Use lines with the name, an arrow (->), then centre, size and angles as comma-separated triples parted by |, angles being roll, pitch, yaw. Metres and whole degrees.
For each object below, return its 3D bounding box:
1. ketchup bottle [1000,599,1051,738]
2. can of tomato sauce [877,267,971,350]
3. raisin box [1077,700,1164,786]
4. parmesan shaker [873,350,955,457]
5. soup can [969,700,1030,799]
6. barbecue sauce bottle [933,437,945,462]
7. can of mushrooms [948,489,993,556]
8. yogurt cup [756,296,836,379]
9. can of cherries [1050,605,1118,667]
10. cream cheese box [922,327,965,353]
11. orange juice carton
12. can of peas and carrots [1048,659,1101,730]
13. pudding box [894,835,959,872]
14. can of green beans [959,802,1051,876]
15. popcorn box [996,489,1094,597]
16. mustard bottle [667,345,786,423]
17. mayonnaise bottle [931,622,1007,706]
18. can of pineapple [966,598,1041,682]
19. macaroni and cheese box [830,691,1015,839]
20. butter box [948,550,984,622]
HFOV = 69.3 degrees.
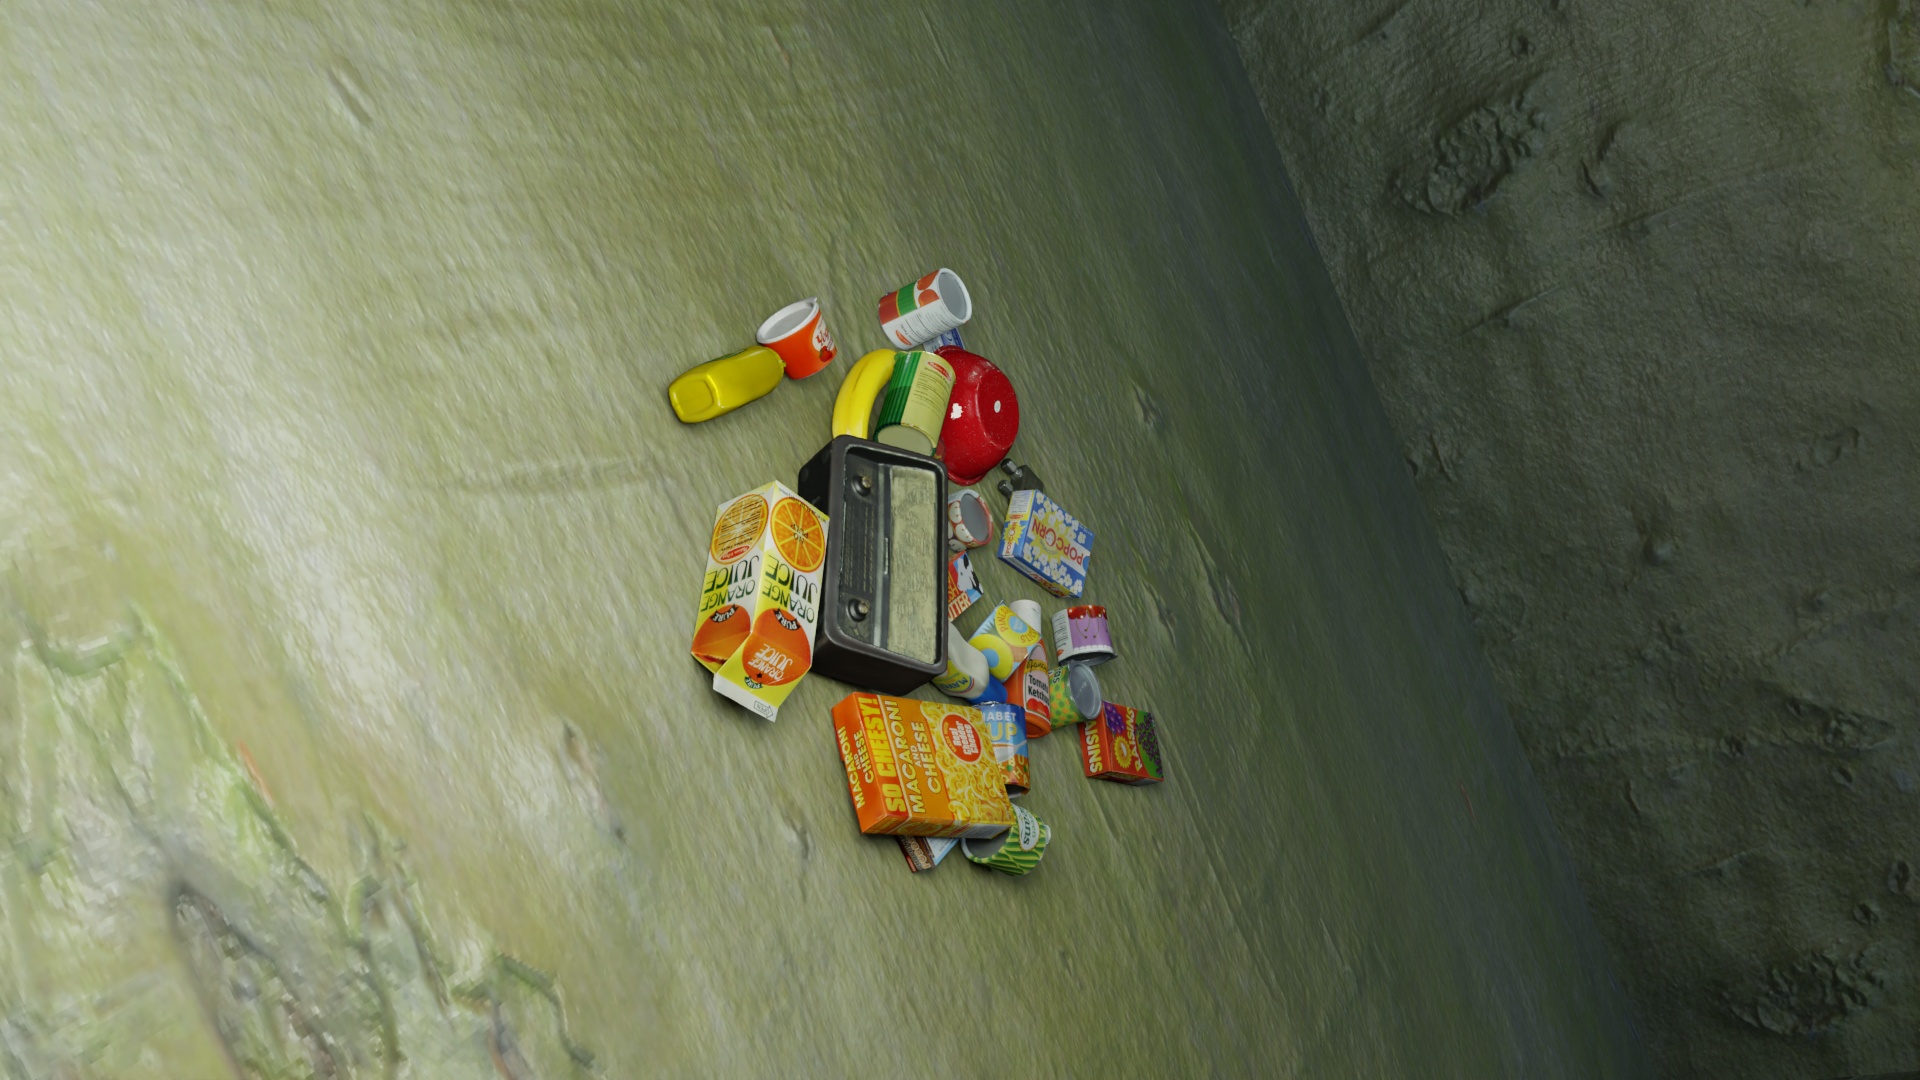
ketchup bottle -> 0.070, 0.138, 1.515 | 0.064, 0.043, 0.149 | 35, 45, -42
can of tomato sauce -> -0.039, -0.258, 1.542 | 0.071, 0.083, 0.071 | 33, 47, -44
raisin box -> 0.189, 0.241, 1.639 | 0.123, 0.040, 0.086 | 21, 56, -50
parmesan shaker -> -0.050, -0.137, 1.422 | 0.071, 0.071, 0.103 | 45, 43, -34
soup can -> 0.035, 0.211, 1.394 | 0.071, 0.071, 0.084 | 28, 50, -47
barbecue sauce bottle -> -0.054, -0.055, 1.438 | 0.065, 0.043, 0.149 | 37, 44, -29
can of mushrooms -> 0.005, -0.019, 1.518 | 0.071, 0.033, 0.071 | 35, 44, -43
yogurt cup -> -0.156, -0.193, 1.347 | 0.053, 0.072, 0.073 | 59, 32, -31
can of cherries -> 0.144, 0.112, 1.618 | 0.071, 0.071, 0.058 | 19, 56, -51
cream cheese box -> -0.020, -0.227, 1.609 | 0.053, 0.024, 0.104 | -18, 87, -57
orange juice carton -> -0.169, 0.054, 1.172 | 0.071, 0.073, 0.193 | 38, 44, -41
can of peas and carrots -> 0.114, 0.172, 1.548 | 0.071, 0.058, 0.071 | 34, 45, -43
pudding box -> -0.026, 0.268, 1.306 | 0.049, 0.030, 0.084 | 64, 32, -7
can of green beans -> 0.042, 0.290, 1.361 | 0.057, 0.071, 0.071 | 34, 46, -43
popcorn box -> 0.101, 0.005, 1.624 | 0.126, 0.038, 0.085 | 34, 61, -43
mustard bottle -> -0.200, -0.147, 1.256 | 0.048, 0.065, 0.161 | 69, 25, -11
mayonnaise bottle -> -0.006, 0.127, 1.391 | 0.147, 0.064, 0.041 | 44, 39, -40
can of pineapple -> 0.044, 0.105, 1.452 | 0.058, 0.070, 0.071 | 40, 33, 4
macaroni and cheese box -> -0.034, 0.210, 1.278 | 0.166, 0.040, 0.124 | 14, 47, -44
butter box -> -0.014, 0.053, 1.453 | 0.104, 0.024, 0.053 | -37, 104, -57
